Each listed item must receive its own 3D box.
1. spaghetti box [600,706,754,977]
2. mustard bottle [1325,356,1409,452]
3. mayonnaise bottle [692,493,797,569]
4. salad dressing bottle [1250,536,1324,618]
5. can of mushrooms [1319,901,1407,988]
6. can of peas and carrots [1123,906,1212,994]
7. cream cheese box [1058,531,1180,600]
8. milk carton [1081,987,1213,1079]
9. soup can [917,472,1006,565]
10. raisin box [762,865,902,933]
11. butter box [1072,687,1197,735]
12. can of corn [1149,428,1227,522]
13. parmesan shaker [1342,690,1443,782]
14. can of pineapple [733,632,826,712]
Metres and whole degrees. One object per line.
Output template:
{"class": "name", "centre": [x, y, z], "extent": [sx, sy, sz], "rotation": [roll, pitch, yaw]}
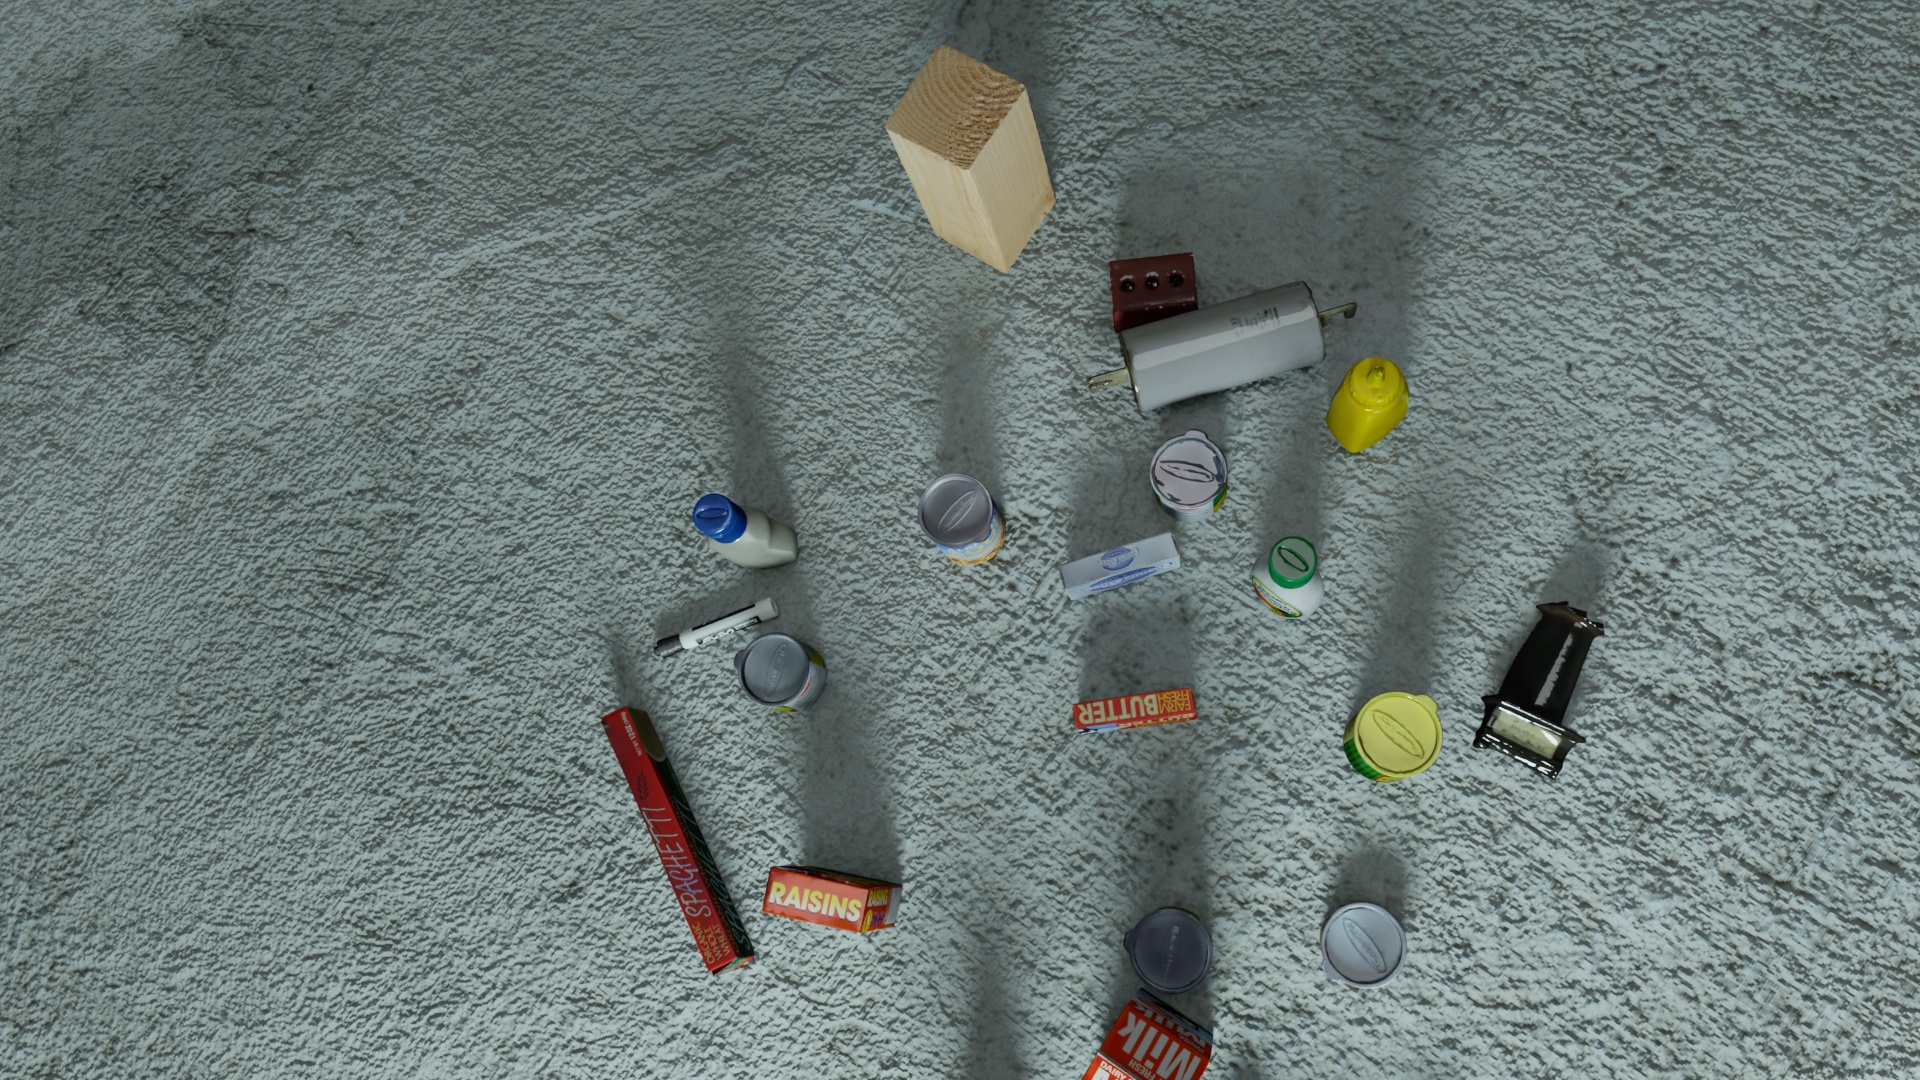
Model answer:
{"class": "spaghetti box", "centre": [-0.251, 0.263, 1.232], "extent": [0.028, 0.050, 0.250], "rotation": [-29, 73, 3]}
{"class": "mustard bottle", "centre": [0.341, -0.120, 1.153], "extent": [0.065, 0.160, 0.049], "rotation": [-37, 73, 1]}
{"class": "mayonnaise bottle", "centre": [-0.194, -0.007, 1.234], "extent": [0.065, 0.148, 0.041], "rotation": [-6, 76, 10]}
{"class": "salad dressing bottle", "centre": [0.269, 0.029, 1.138], "extent": [0.064, 0.147, 0.044], "rotation": [40, 87, 16]}
{"class": "can of mushrooms", "centre": [0.321, 0.326, 1.117], "extent": [0.071, 0.033, 0.071], "rotation": [-2, 77, 10]}
{"class": "can of peas and carrots", "centre": [0.170, 0.332, 1.131], "extent": [0.071, 0.058, 0.071], "rotation": [-2, 77, 10]}
{"class": "cream cheese box", "centre": [0.140, 0.022, 1.213], "extent": [0.104, 0.053, 0.024], "rotation": [-17, 75, 6]}
{"class": "milk carton", "centre": [0.142, 0.397, 1.052], "extent": [0.072, 0.190, 0.073], "rotation": [30, 85, 16]}
{"class": "soup can", "centre": [0.004, -0.015, 1.232], "extent": [0.071, 0.083, 0.071], "rotation": [-2, 77, 10]}
{"class": "raisin box", "centre": [-0.104, 0.298, 1.158], "extent": [0.086, 0.123, 0.040], "rotation": [9, 79, 13]}
{"class": "butter box", "centre": [0.149, 0.146, 1.182], "extent": [0.103, 0.053, 0.024], "rotation": [-9, 76, 9]}
{"class": "can of corn", "centre": [0.201, -0.056, 1.218], "extent": [0.071, 0.058, 0.071], "rotation": [-2, 77, 10]}
{"class": "parmesan shaker", "centre": [0.348, 0.158, 1.116], "extent": [0.071, 0.103, 0.071], "rotation": [-2, 77, 10]}
{"class": "can of pineapple", "centre": [-0.160, 0.118, 1.245], "extent": [0.071, 0.058, 0.071], "rotation": [-2, 77, 10]}
